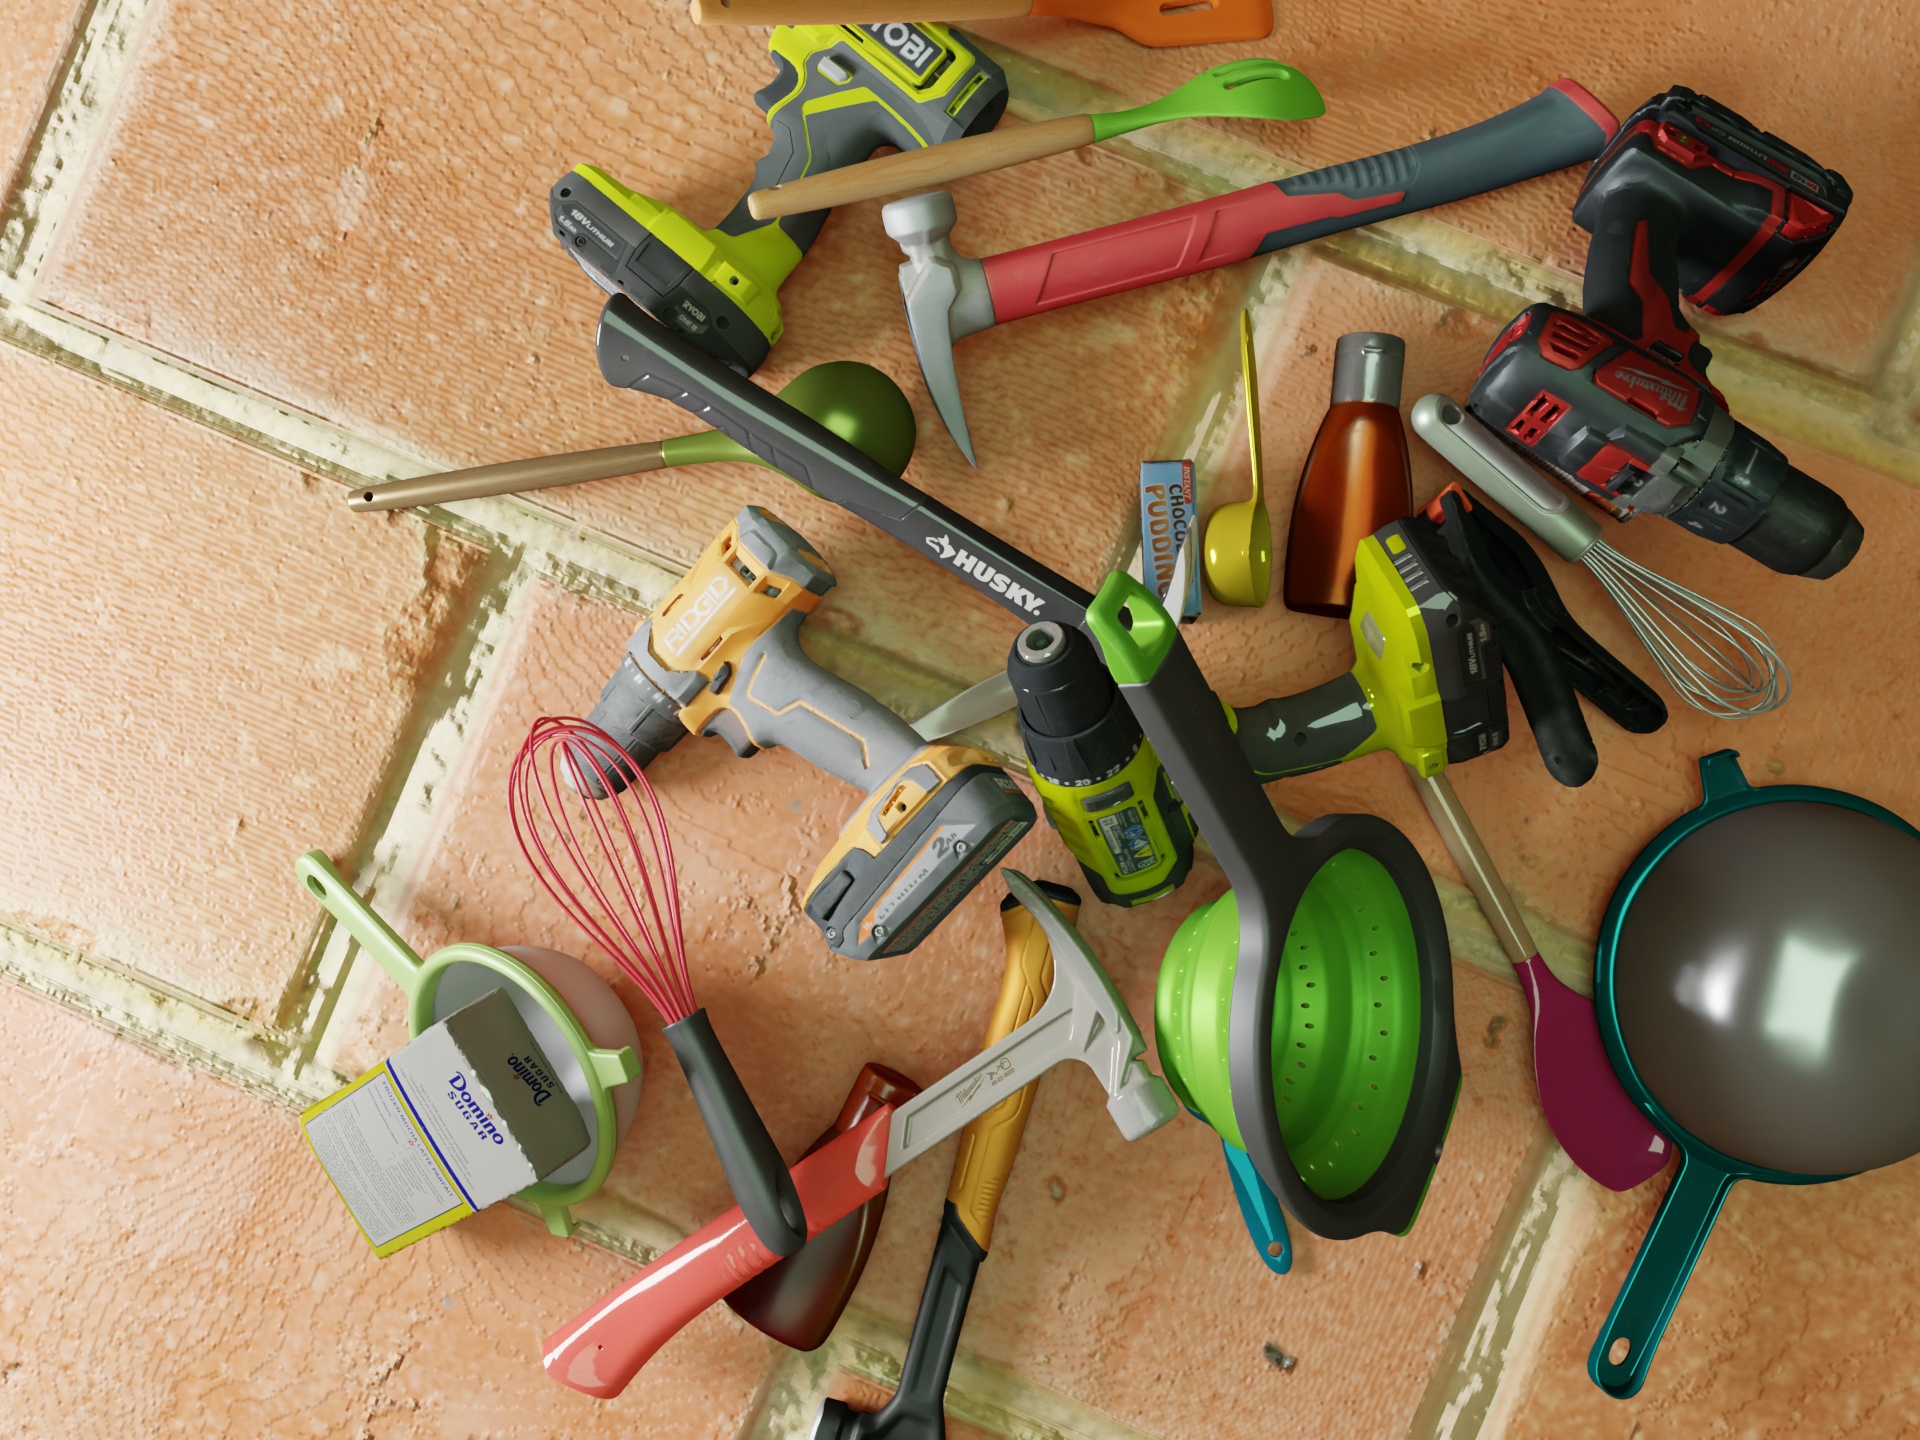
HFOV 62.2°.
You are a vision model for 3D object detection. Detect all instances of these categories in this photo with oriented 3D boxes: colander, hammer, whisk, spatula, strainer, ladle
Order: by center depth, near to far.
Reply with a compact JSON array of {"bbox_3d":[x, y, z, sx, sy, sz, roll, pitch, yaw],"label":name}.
[{"bbox_3d":[0.125,0.090,0.758,0.396,0.094,0.205,57,50,-31],"label":"colander"},{"bbox_3d":[-0.147,0.132,0.795,0.073,0.073,0.296,-26,87,3],"label":"whisk"},{"bbox_3d":[0.412,0.195,0.798,0.211,0.095,0.340,27,87,0],"label":"strainer"},{"bbox_3d":[-0.036,-0.116,0.807,0.334,0.035,0.146,32,127,-4],"label":"hammer"},{"bbox_3d":[-0.072,0.231,0.821,0.359,0.036,0.149,-35,73,9],"label":"hammer"},{"bbox_3d":[0.017,-0.377,0.822,0.322,0.041,0.081,-14,89,-25],"label":"spatula"},{"bbox_3d":[0.332,-0.087,0.829,0.246,0.059,0.058,40,66,0],"label":"whisk"},{"bbox_3d":[0.161,-0.250,0.846,0.386,0.038,0.143,-15,111,-2],"label":"hammer"},{"bbox_3d":[0.017,0.253,0.859,0.127,0.034,0.337,14,90,4],"label":"hammer"},{"bbox_3d":[-0.258,0.146,0.865,0.256,0.069,0.151,38,126,19],"label":"strainer"},{"bbox_3d":[-0.183,-0.141,0.877,0.320,0.062,0.078,-7,89,10],"label":"ladle"}]

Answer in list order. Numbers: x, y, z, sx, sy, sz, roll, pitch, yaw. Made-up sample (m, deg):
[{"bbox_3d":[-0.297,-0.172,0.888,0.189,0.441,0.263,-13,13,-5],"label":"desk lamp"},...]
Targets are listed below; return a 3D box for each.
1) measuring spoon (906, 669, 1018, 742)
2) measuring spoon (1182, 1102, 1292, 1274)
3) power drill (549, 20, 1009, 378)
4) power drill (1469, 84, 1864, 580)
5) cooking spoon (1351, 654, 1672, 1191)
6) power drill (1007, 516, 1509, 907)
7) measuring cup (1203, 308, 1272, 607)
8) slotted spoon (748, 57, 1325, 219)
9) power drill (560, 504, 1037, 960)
[{"bbox_3d":[-0.001,-0.003,0.875,0.124,0.018,0.034,-25,85,-4],"label":"measuring spoon"},{"bbox_3d":[0.154,0.239,0.857,0.042,0.021,0.128,-20,87,3],"label":"measuring spoon"},{"bbox_3d":[-0.107,-0.309,0.853,0.171,0.080,0.223,40,88,2],"label":"power drill"},{"bbox_3d":[0.362,-0.183,0.771,0.188,0.080,0.227,31,61,0],"label":"power drill"},{"bbox_3d":[0.291,0.104,0.854,0.069,0.017,0.319,-27,88,-9],"label":"cooking spoon"},{"bbox_3d":[0.141,-0.010,0.780,0.228,0.190,0.080,-22,47,5],"label":"power drill"},{"bbox_3d":[0.144,-0.137,0.841,0.029,0.062,0.156,-2,94,22],"label":"measuring cup"},{"bbox_3d":[0.043,-0.299,0.820,0.313,0.070,0.031,-17,129,-10],"label":"slotted spoon"},{"bbox_3d":[-0.095,0.025,0.834,0.185,0.084,0.226,-46,74,9],"label":"power drill"}]
